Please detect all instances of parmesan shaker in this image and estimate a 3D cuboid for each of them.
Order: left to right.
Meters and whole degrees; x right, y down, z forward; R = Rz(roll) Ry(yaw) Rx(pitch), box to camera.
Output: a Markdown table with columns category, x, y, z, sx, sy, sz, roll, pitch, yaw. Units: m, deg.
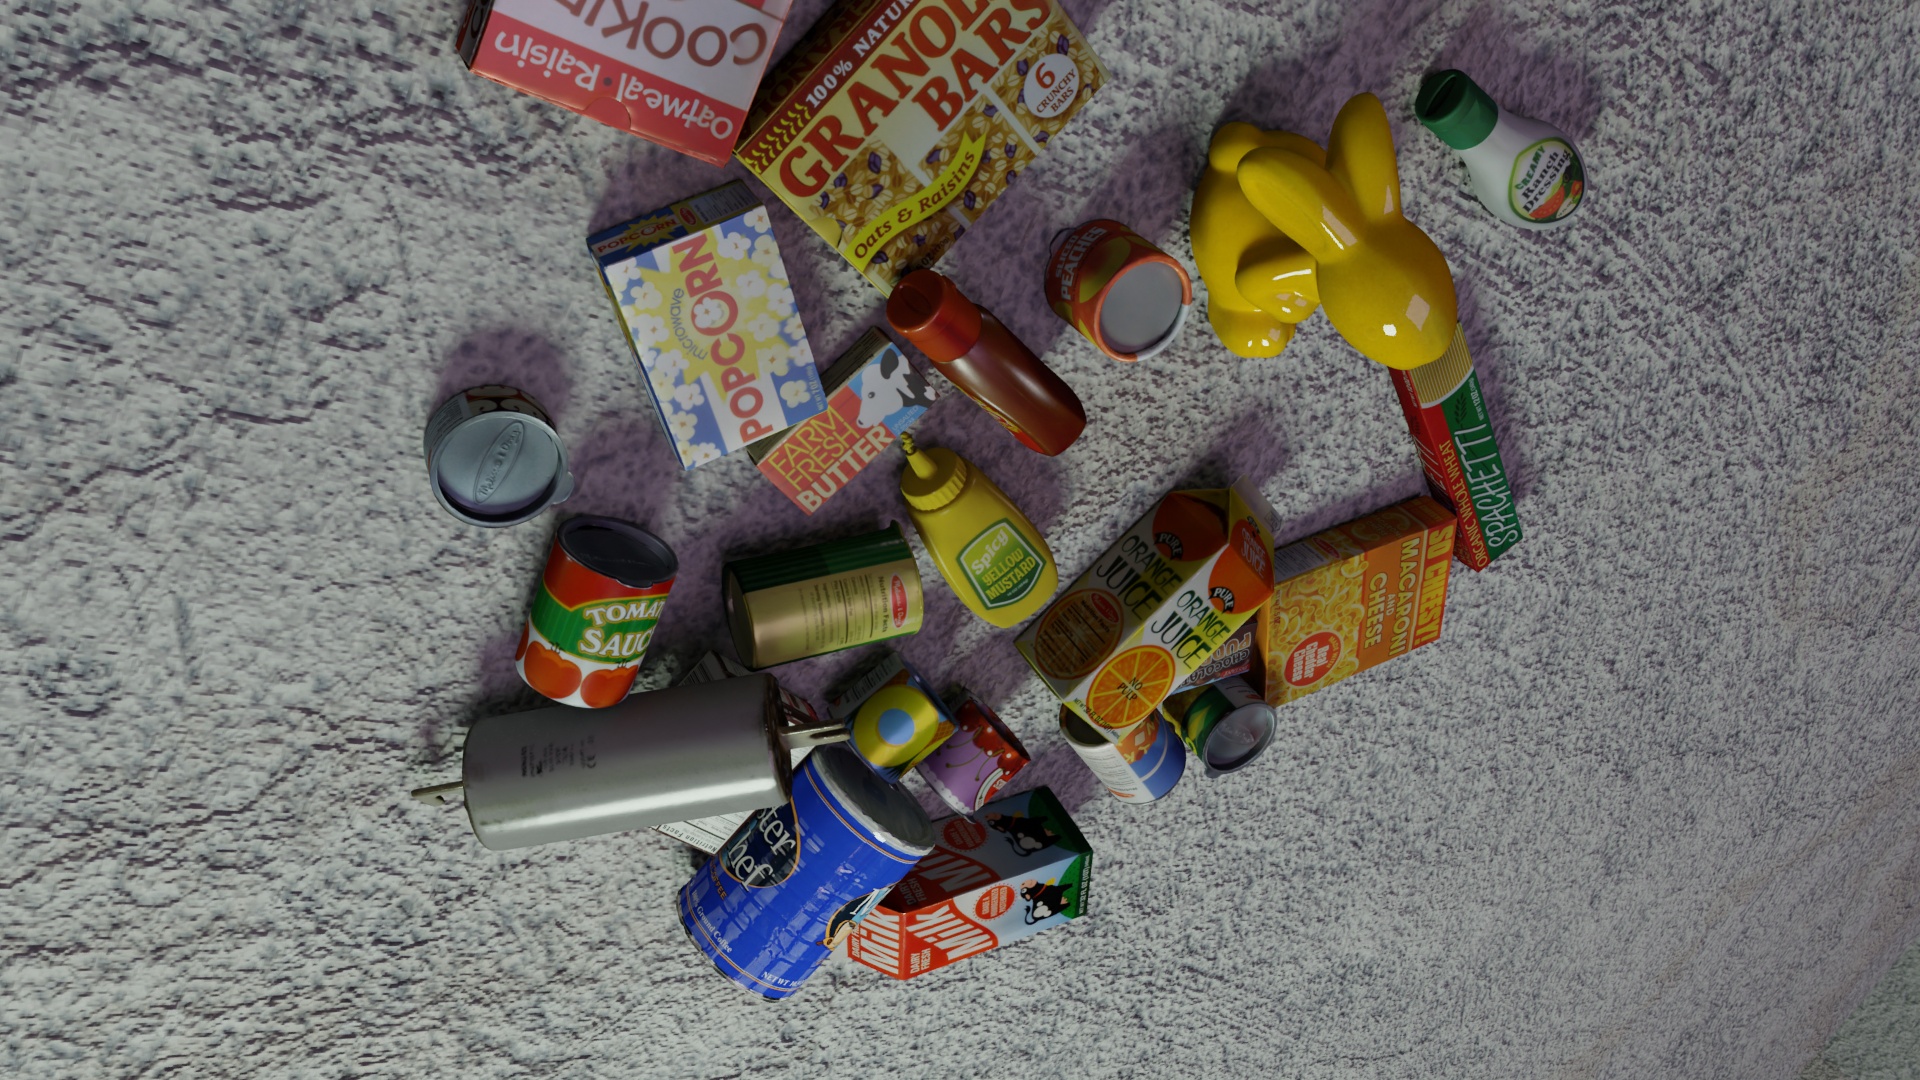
| category | x | y | z | sx | sy | sz | roll | pitch | yaw |
| --- | --- | --- | --- | --- | --- | --- | --- | --- | --- |
| parmesan shaker | -0.082 | 0.031 | 0.814 | 0.103 | 0.071 | 0.071 | -12 | 126 | -22 |

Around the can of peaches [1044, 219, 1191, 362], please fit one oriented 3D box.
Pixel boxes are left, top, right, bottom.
| category | x | y | z | sx | sy | sz | roll | pitch | yaw |
| --- | --- | --- | --- | --- | --- | --- | --- | --- | --- |
| can of peaches | 0.089 | -0.144 | 0.797 | 0.071 | 0.058 | 0.071 | -15 | 128 | -21 |

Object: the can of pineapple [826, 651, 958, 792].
| category | x | y | z | sx | sy | sz | roll | pitch | yaw |
| --- | --- | --- | --- | --- | --- | --- | --- | --- | --- |
| can of pineapple | -0.042 | 0.115 | 0.891 | 0.058 | 0.071 | 0.070 | -40 | 132 | 0 |

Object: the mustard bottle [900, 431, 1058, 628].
| category | x | y | z | sx | sy | sz | roll | pitch | yaw |
| --- | --- | --- | --- | --- | --- | --- | --- | --- | --- |
| mustard bottle | 0.003 | -0.011 | 0.844 | 0.065 | 0.049 | 0.159 | -41 | 132 | -2 |

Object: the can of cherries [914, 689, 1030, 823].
| category | x | y | z | sx | sy | sz | roll | pitch | yaw |
| --- | --- | --- | --- | --- | --- | --- | --- | --- | --- |
| can of cherries | 0.007 | 0.146 | 0.938 | 0.058 | 0.072 | 0.071 | -43 | 132 | 2 |

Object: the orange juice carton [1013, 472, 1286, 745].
| category | x | y | z | sx | sy | sz | roll | pitch | yaw |
| --- | --- | --- | --- | --- | --- | --- | --- | --- | --- |
| orange juice carton | 0.138 | 0.039 | 0.939 | 0.192 | 0.073 | 0.071 | -45 | 131 | 3 |

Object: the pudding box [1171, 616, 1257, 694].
| category | x | y | z | sx | sy | sz | roll | pitch | yaw |
| --- | --- | --- | --- | --- | --- | --- | --- | --- | --- |
| pudding box | 0.173 | 0.080 | 1.016 | 0.084 | 0.030 | 0.049 | -13 | 127 | -22 |

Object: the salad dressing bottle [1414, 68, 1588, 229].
| category | x | y | z | sx | sy | sz | roll | pitch | yaw |
| --- | --- | --- | --- | --- | --- | --- | --- | --- | --- |
| salad dressing bottle | 0.343 | -0.248 | 0.882 | 0.147 | 0.044 | 0.064 | 20 | 110 | -38 |

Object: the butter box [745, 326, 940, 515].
| category | x | y | z | sx | sy | sz | roll | pitch | yaw |
| --- | --- | --- | --- | --- | --- | --- | --- | --- | --- |
| butter box | -0.067 | -0.067 | 0.782 | 0.103 | 0.024 | 0.053 | -43 | 131 | 2 |

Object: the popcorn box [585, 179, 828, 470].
| category | x | y | z | sx | sy | sz | roll | pitch | yaw |
| --- | --- | --- | --- | --- | --- | --- | --- | --- | --- |
| popcorn box | -0.126 | -0.108 | 0.710 | 0.085 | 0.038 | 0.126 | -25 | 130 | -13 |

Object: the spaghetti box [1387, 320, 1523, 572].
| category | x | y | z | sx | sy | sz | roll | pitch | yaw |
| --- | --- | --- | --- | --- | --- | --- | --- | --- | --- |
| spaghetti box | 0.369 | -0.067 | 1.030 | 0.050 | 0.029 | 0.249 | -38 | 131 | -1 |

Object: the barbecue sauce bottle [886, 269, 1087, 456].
| category | x | y | z | sx | sy | sz | roll | pitch | yaw |
| --- | --- | --- | --- | --- | --- | --- | --- | --- | --- |
| barbecue sauce bottle | 0.014 | -0.098 | 0.763 | 0.043 | 0.065 | 0.148 | -47 | 144 | 7 |

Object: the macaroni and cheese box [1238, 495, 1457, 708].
| category | x | y | z | sx | sy | sz | roll | pitch | yaw |
| --- | --- | --- | --- | --- | --- | --- | --- | --- | --- |
| macaroni and cheese box | 0.292 | 0.047 | 1.055 | 0.167 | 0.040 | 0.123 | -19 | 128 | -17 |

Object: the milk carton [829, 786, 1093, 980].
| category | x | y | z | sx | sy | sz | roll | pitch | yaw |
| --- | --- | --- | --- | --- | --- | --- | --- | --- | --- |
| milk carton | -0.006 | 0.251 | 1.000 | 0.191 | 0.074 | 0.072 | -14 | 127 | -21 |

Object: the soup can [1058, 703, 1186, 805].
| category | x | y | z | sx | sy | sz | roll | pitch | yaw |
| --- | --- | --- | --- | --- | --- | --- | --- | --- | --- |
| soup can | 0.118 | 0.140 | 1.003 | 0.071 | 0.071 | 0.083 | -39 | 131 | -1 |

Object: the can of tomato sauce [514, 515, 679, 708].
| category | x | y | z | sx | sy | sz | roll | pitch | yaw |
| --- | --- | --- | --- | --- | --- | --- | --- | --- | --- |
| can of tomato sauce | -0.196 | 0.040 | 0.749 | 0.071 | 0.071 | 0.082 | 10 | 116 | -34 |

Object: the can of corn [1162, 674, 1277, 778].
| category | x | y | z | sx | sy | sz | roll | pitch | yaw |
| --- | --- | --- | --- | --- | --- | --- | --- | --- | --- |
| can of corn | 0.193 | 0.134 | 1.045 | 0.071 | 0.058 | 0.070 | -15 | 127 | -21 |

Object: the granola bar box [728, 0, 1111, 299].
| category | x | y | z | sx | sy | sz | roll | pitch | yaw |
| --- | --- | --- | --- | --- | --- | --- | --- | --- | --- |
| granola bar box | -0.020 | -0.219 | 0.695 | 0.165 | 0.039 | 0.124 | -46 | 132 | 6 |

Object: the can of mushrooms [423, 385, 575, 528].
| category | x | y | z | sx | sy | sz | roll | pitch | yaw |
| --- | --- | --- | --- | --- | --- | --- | --- | --- | --- |
| can of mushrooms | -0.232 | -0.041 | 0.698 | 0.071 | 0.033 | 0.070 | -15 | 126 | -21 |

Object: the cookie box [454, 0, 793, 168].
| category | x | y | z | sx | sy | sz | roll | pitch | yaw |
| --- | --- | --- | --- | --- | --- | --- | --- | --- | --- |
| cookie box | -0.130 | -0.263 | 0.601 | 0.123 | 0.040 | 0.166 | 13 | 114 | -36 |
